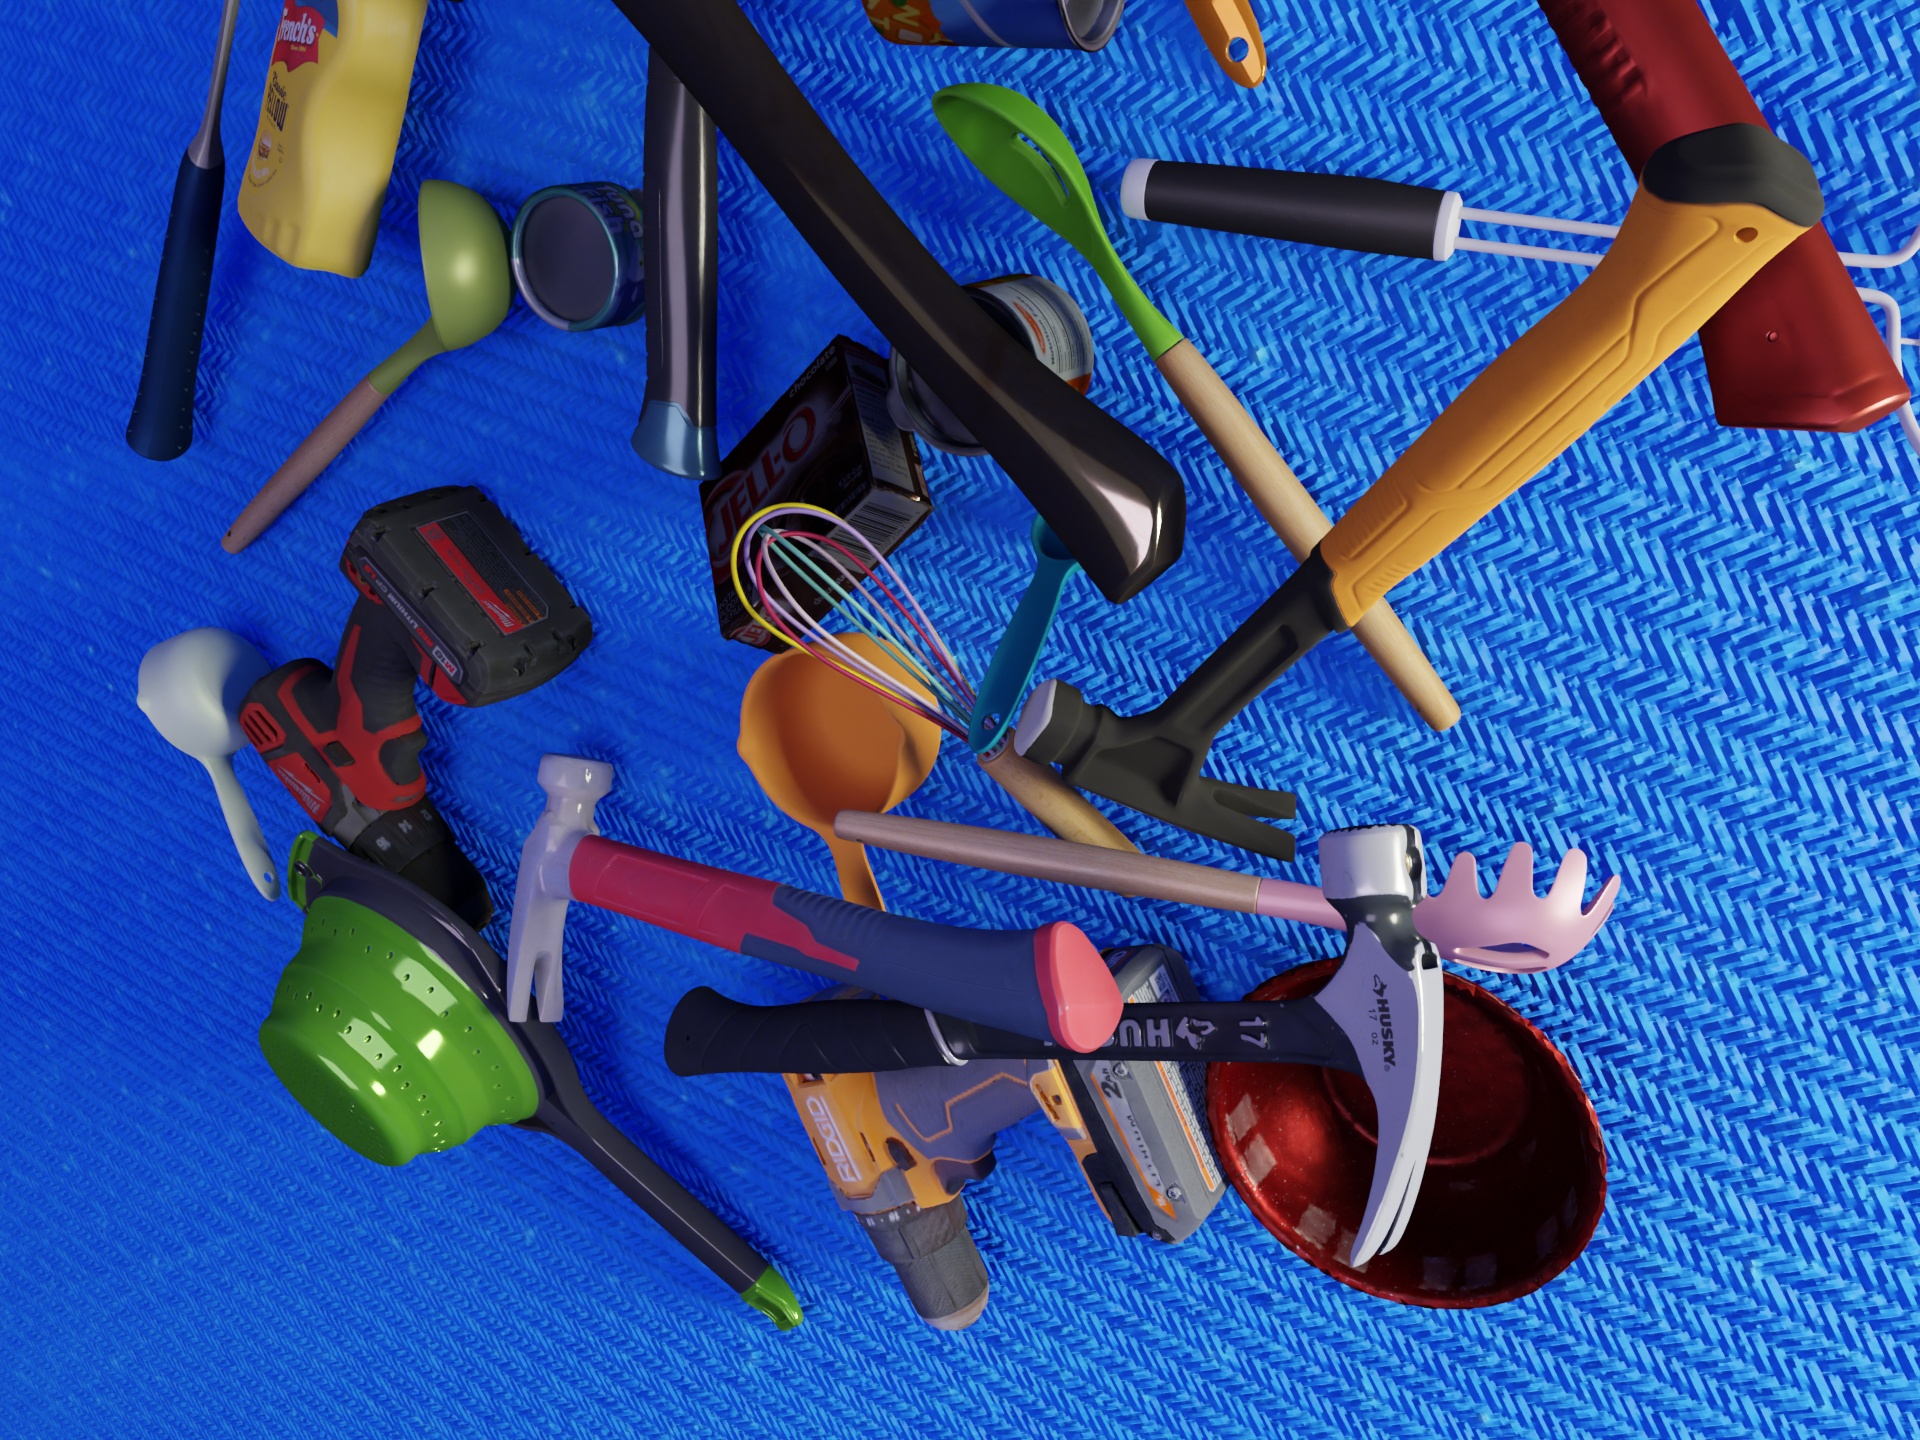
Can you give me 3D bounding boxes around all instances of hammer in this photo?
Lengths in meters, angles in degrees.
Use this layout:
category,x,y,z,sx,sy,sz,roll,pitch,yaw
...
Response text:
category,x,y,z,sx,sy,sz,roll,pitch,yaw
hammer,-0.119,-0.269,0.669,0.128,0.033,0.331,11,108,25
hammer,0.187,-0.248,0.471,0.149,0.036,0.359,-31,78,35
hammer,0.145,-0.055,0.529,0.127,0.034,0.336,22,142,-14
hammer,-0.369,-0.292,0.786,0.035,0.144,0.405,14,135,-24
hammer,-0.064,-0.204,0.611,0.146,0.038,0.411,-44,80,32
hammer,0.011,0.136,0.671,0.409,0.036,0.149,-11,81,41
hammer,-0.089,0.105,0.717,0.386,0.038,0.143,8,88,45

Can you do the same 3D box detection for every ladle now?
category,x,y,z,sx,sy,sz,roll,pitch,yaw
ladle,-0.325,-0.167,0.828,0.320,0.062,0.078,-29,58,38

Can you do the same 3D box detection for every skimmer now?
category,x,y,z,sx,sy,sz,roll,pitch,yaw
skimmer,0.211,-0.150,0.509,0.363,0.090,0.127,16,116,24

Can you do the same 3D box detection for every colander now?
category,x,y,z,sx,sy,sz,roll,pitch,yaw
colander,-0.261,0.235,0.894,0.397,0.094,0.204,41,143,1

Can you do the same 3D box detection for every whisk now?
category,x,y,z,sx,sy,sz,roll,pitch,yaw
whisk,-0.003,-0.001,0.663,0.244,0.047,0.051,43,161,-25

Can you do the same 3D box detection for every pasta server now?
category,x,y,z,sx,sy,sz,roll,pitch,yaw
pasta server,0.096,0.060,0.647,0.316,0.040,0.060,8,150,20

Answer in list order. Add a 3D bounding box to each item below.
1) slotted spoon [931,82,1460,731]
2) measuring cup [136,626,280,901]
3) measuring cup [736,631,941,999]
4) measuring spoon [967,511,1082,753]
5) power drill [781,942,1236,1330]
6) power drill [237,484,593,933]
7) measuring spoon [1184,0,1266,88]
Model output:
category,x,y,z,sx,sy,sz,roll,pitch,yaw
slotted spoon,0.096,-0.123,0.616,0.031,0.070,0.314,-38,93,-3
measuring cup,-0.420,0.023,0.929,0.038,0.083,0.167,-25,84,19
measuring cup,-0.042,0.042,0.747,0.095,0.052,0.173,-7,105,32
measuring spoon,0.035,-0.040,0.651,0.042,0.021,0.129,11,70,38
power drill,0.024,0.205,0.759,0.226,0.084,0.185,-18,99,38
power drill,-0.289,0.005,0.862,0.188,0.080,0.226,50,127,4
measuring spoon,0.081,-0.284,0.578,0.021,0.011,0.117,-25,95,34
